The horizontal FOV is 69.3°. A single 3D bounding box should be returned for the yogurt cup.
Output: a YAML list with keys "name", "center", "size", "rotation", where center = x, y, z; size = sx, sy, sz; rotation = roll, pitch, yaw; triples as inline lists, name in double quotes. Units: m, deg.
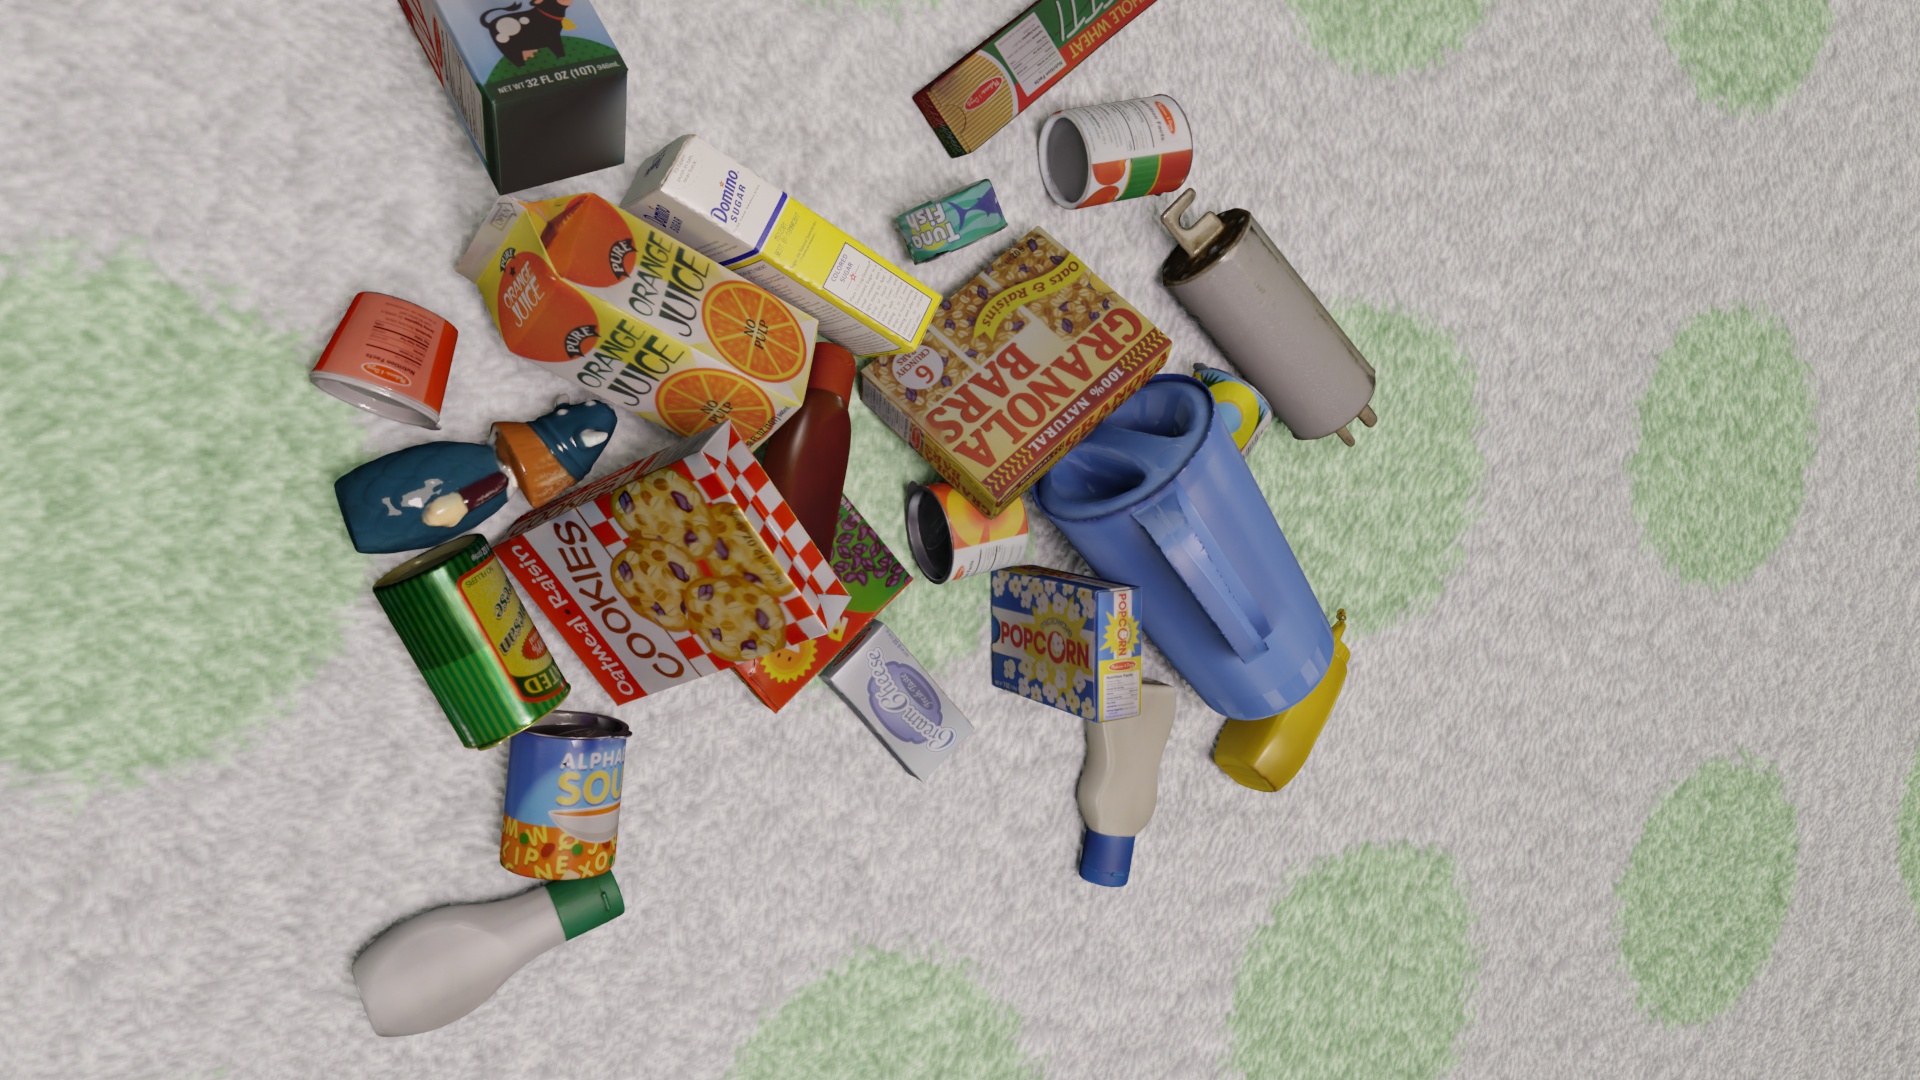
- name: "yogurt cup"
  center: [-0.305, -0.098, 0.745]
  size: [0.072, 0.072, 0.054]
  rotation: [22, 77, -28]

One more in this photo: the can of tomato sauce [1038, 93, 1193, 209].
- name: "can of tomato sauce"
  center: [0.104, -0.262, 0.942]
  size: [0.083, 0.071, 0.071]
  rotation: [-17, 103, -25]

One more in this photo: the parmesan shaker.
- name: "parmesan shaker"
  center: [-0.272, 0.056, 0.772]
  size: [0.071, 0.071, 0.102]
  rotation: [-31, 109, -21]

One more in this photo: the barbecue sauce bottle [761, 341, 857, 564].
- name: "barbecue sauce bottle"
  center: [-0.092, -0.052, 0.838]
  size: [0.064, 0.043, 0.149]
  rotation: [61, 31, -53]

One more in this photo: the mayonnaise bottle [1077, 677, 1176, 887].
- name: "mayonnaise bottle"
  center: [0.115, 0.173, 1.004]
  size: [0.065, 0.041, 0.148]
  rotation: [9, 92, -26]

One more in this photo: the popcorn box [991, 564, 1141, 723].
- name: "popcorn box"
  center: [0.069, 0.065, 0.921]
  size: [0.038, 0.126, 0.085]
  rotation: [-5, 98, -30]

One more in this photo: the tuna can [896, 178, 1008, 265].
- name: "tuna can"
  center: [-0.007, -0.203, 0.887]
  size: [0.071, 0.071, 0.032]
  rotation: [-30, 107, -22]

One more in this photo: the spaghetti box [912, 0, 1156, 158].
- name: "spaghetti box"
  center: [0.073, -0.349, 0.937]
  size: [0.251, 0.028, 0.050]
  rotation: [-43, 112, -17]

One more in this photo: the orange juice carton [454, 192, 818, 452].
- name: "orange juice carton"
  center: [-0.183, -0.126, 0.787]
  size: [0.192, 0.071, 0.073]
  rotation: [27, 48, -27]

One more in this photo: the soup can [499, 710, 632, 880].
- name: "soup can"
  center: [-0.228, 0.147, 0.805]
  size: [0.071, 0.071, 0.083]
  rotation: [4, 94, -28]

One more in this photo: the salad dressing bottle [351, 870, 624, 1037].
- name: "salad dressing bottle"
  center: [-0.271, 0.233, 0.807]
  size: [0.148, 0.044, 0.064]
  rotation: [-21, 103, -25]

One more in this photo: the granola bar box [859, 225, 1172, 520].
- name: "granola bar box"
  center: [0.036, -0.111, 0.899]
  size: [0.124, 0.039, 0.166]
  rotation: [43, 71, 13]

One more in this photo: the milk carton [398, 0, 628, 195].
- name: "milk carton"
  center: [-0.246, -0.283, 0.727]
  size: [0.072, 0.073, 0.191]
  rotation: [-24, 73, -24]

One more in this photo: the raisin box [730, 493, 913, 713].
- name: "raisin box"
  center: [-0.103, 0.034, 0.877]
  size: [0.124, 0.040, 0.086]
  rotation: [-44, 114, -16]

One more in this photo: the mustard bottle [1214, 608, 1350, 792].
- name: "mustard bottle"
  center: [0.258, 0.117, 1.061]
  size: [0.048, 0.065, 0.161]
  rotation: [45, 71, -20]

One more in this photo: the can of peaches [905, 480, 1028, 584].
- name: "can of peaches"
  center: [0.003, -0.011, 0.914]
  size: [0.058, 0.071, 0.071]
  rotation: [-13, 101, -26]

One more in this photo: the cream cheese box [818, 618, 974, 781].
- name: "cream cheese box"
  center: [-0.042, 0.107, 0.925]
  size: [0.053, 0.024, 0.103]
  rotation: [-45, 113, -15]

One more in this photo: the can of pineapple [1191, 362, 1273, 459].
- name: "can of pineapple"
  center: [0.180, -0.083, 0.999]
  size: [0.071, 0.071, 0.058]
  rotation: [40, 77, -25]

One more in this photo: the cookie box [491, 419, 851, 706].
- name: "cookie box"
  center: [-0.163, 0.017, 0.780]
  size: [0.122, 0.167, 0.040]
  rotation: [58, 32, -20]
